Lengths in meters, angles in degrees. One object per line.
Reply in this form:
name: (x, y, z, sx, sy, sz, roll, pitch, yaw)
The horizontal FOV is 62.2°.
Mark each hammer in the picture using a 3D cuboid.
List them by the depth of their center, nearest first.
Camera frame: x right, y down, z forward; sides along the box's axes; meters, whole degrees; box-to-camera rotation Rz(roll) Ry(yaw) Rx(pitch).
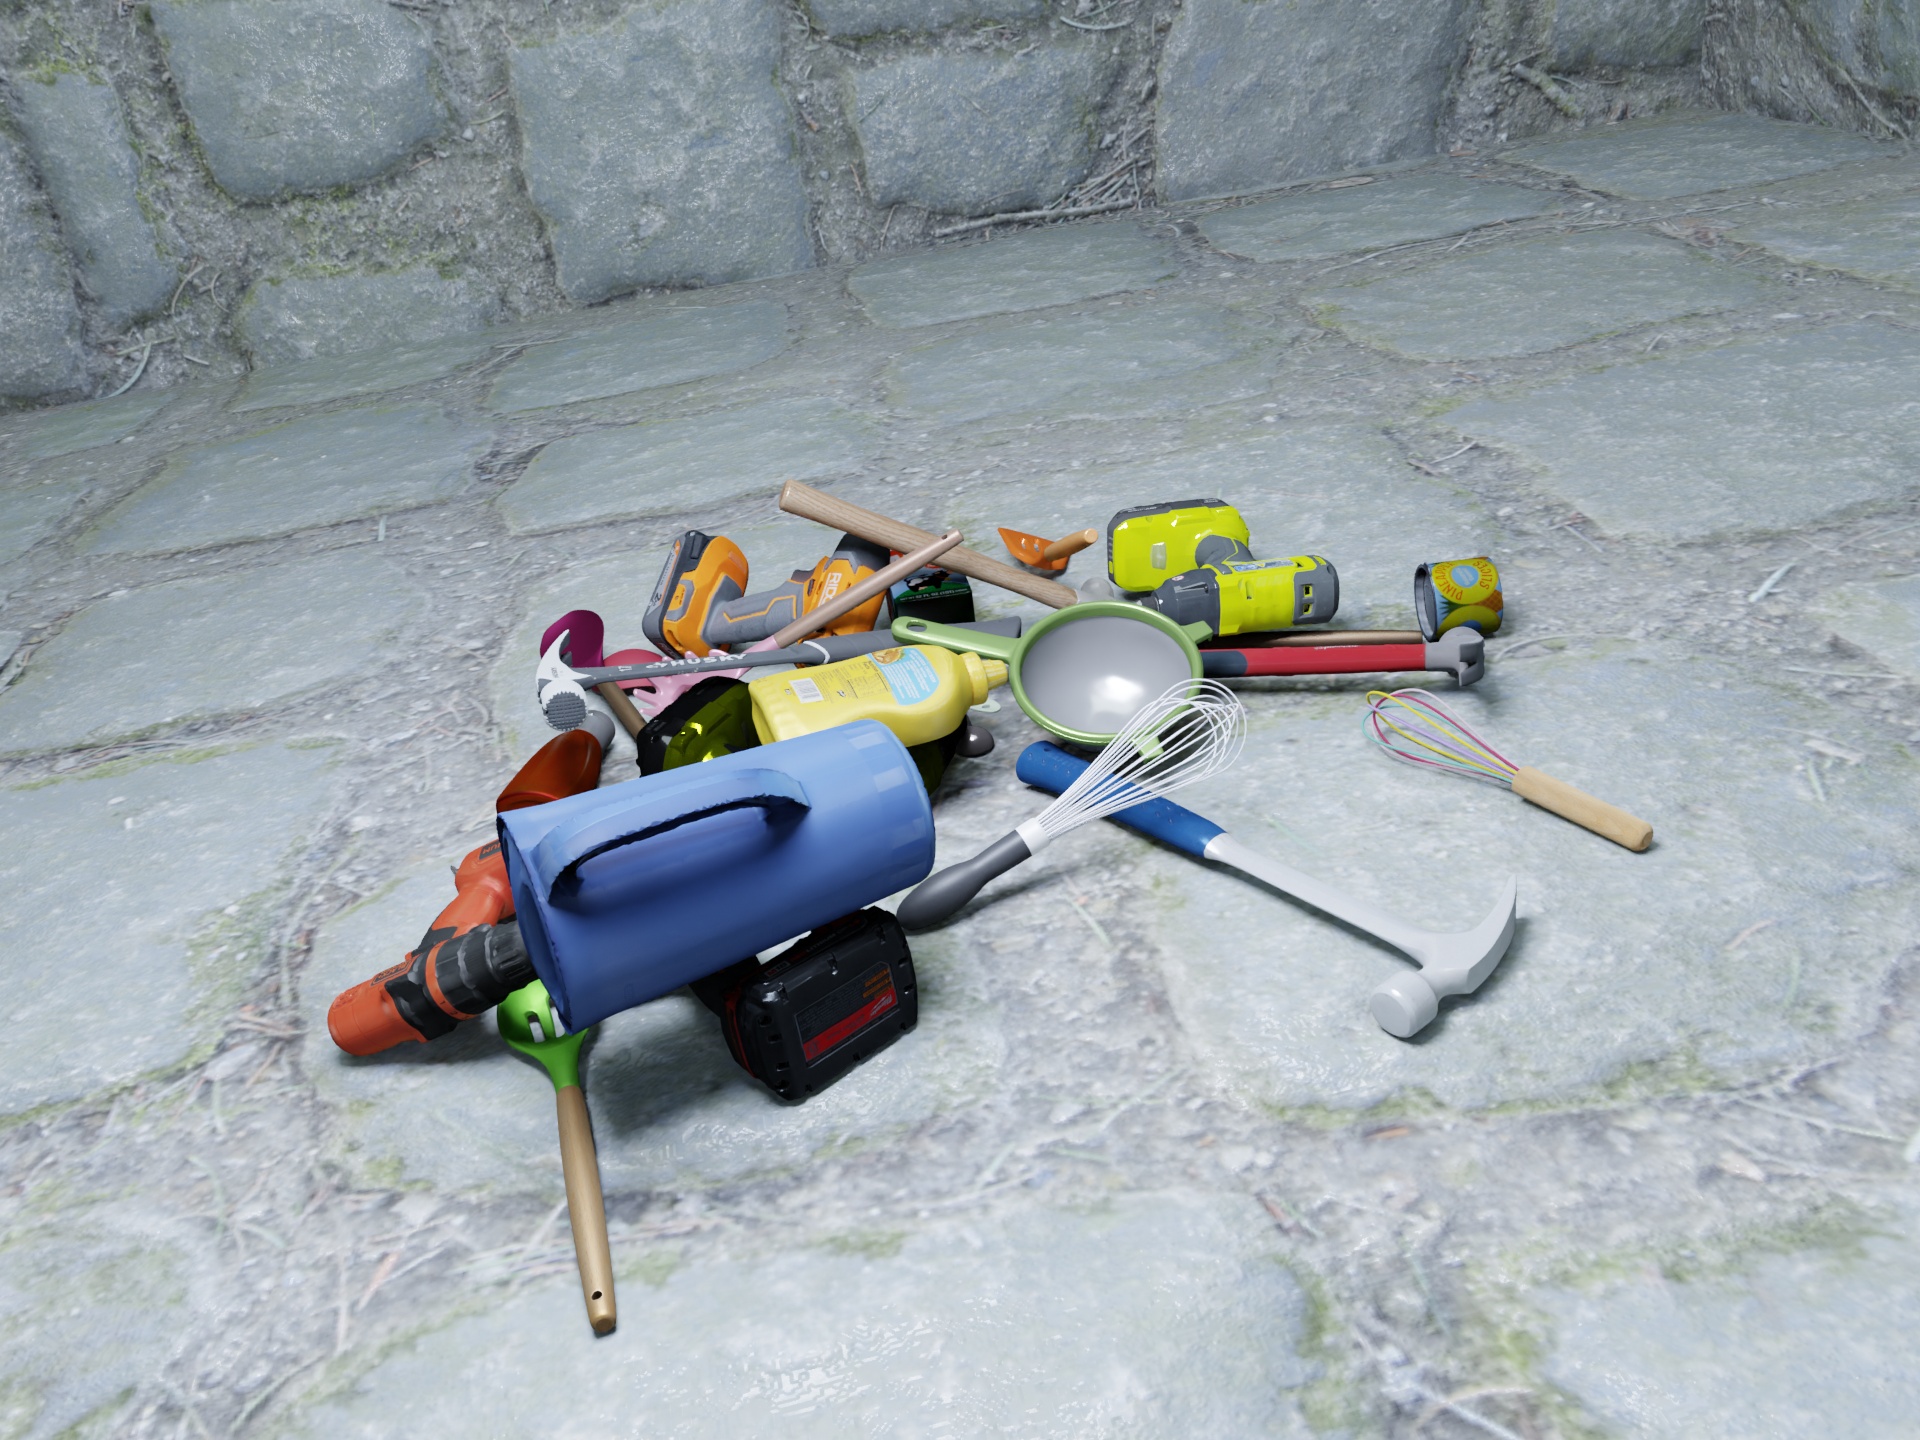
hammer: (0.189, 0.088, 1.093, 0.144, 0.035, 0.406, -27, 33, -30)
hammer: (0.223, -0.045, 1.296, 0.386, 0.038, 0.143, -1, 7, 19)
hammer: (-0.141, -0.054, 1.309, 0.409, 0.036, 0.149, -7, 23, -17)
hammer: (-0.003, -0.143, 1.418, 0.331, 0.031, 0.130, 19, 21, -13)

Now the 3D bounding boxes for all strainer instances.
strainer: (0.066, -0.032, 1.273, 0.256, 0.069, 0.152, 13, 51, 18)

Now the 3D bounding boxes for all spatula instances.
spatula: (0.237, -0.067, 1.379, 0.316, 0.018, 0.059, -1, -7, 9)
spatula: (0.092, -0.168, 1.493, 0.081, 0.041, 0.322, 15, 0, -7)

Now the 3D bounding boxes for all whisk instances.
whisk: (0.078, 0.064, 1.102, 0.284, 0.070, 0.070, -33, 32, -6)
whisk: (0.381, 0.032, 1.136, 0.051, 0.047, 0.245, -23, 34, -27)

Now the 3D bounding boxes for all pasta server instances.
pasta server: (-0.138, -0.085, 1.373, 0.316, 0.040, 0.060, -30, 53, 8)

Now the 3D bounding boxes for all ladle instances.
ladle: (-0.225, -0.022, 1.434, 0.316, 0.031, 0.069, 16, 44, 36)

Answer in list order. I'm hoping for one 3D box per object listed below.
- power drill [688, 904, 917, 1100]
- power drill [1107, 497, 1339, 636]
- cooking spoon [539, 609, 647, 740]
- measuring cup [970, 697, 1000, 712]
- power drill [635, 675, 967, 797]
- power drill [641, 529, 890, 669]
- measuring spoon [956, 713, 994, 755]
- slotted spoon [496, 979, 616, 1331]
power drill: (-0.124, 0.141, 1.049, 0.188, 0.080, 0.227, -28, 30, -33)
power drill: (0.215, -0.133, 1.423, 0.171, 0.080, 0.223, -7, 22, -9)
cooking spoon: (-0.317, -0.026, 1.442, 0.069, 0.017, 0.319, -39, 41, -8)
measuring cup: (-0.028, -0.015, 1.347, 0.168, 0.038, 0.083, 18, 38, 40)
power drill: (-0.120, 0.027, 1.259, 0.228, 0.080, 0.191, 9, 32, 25)
power drill: (-0.170, -0.121, 1.477, 0.226, 0.084, 0.164, 6, 66, 30)
measuring spoon: (-0.002, -0.004, 1.341, 0.034, 0.018, 0.124, -14, 27, -10)
slotted spoon: (-0.231, 0.240, 0.942, 0.070, 0.031, 0.314, -21, 31, -9)
